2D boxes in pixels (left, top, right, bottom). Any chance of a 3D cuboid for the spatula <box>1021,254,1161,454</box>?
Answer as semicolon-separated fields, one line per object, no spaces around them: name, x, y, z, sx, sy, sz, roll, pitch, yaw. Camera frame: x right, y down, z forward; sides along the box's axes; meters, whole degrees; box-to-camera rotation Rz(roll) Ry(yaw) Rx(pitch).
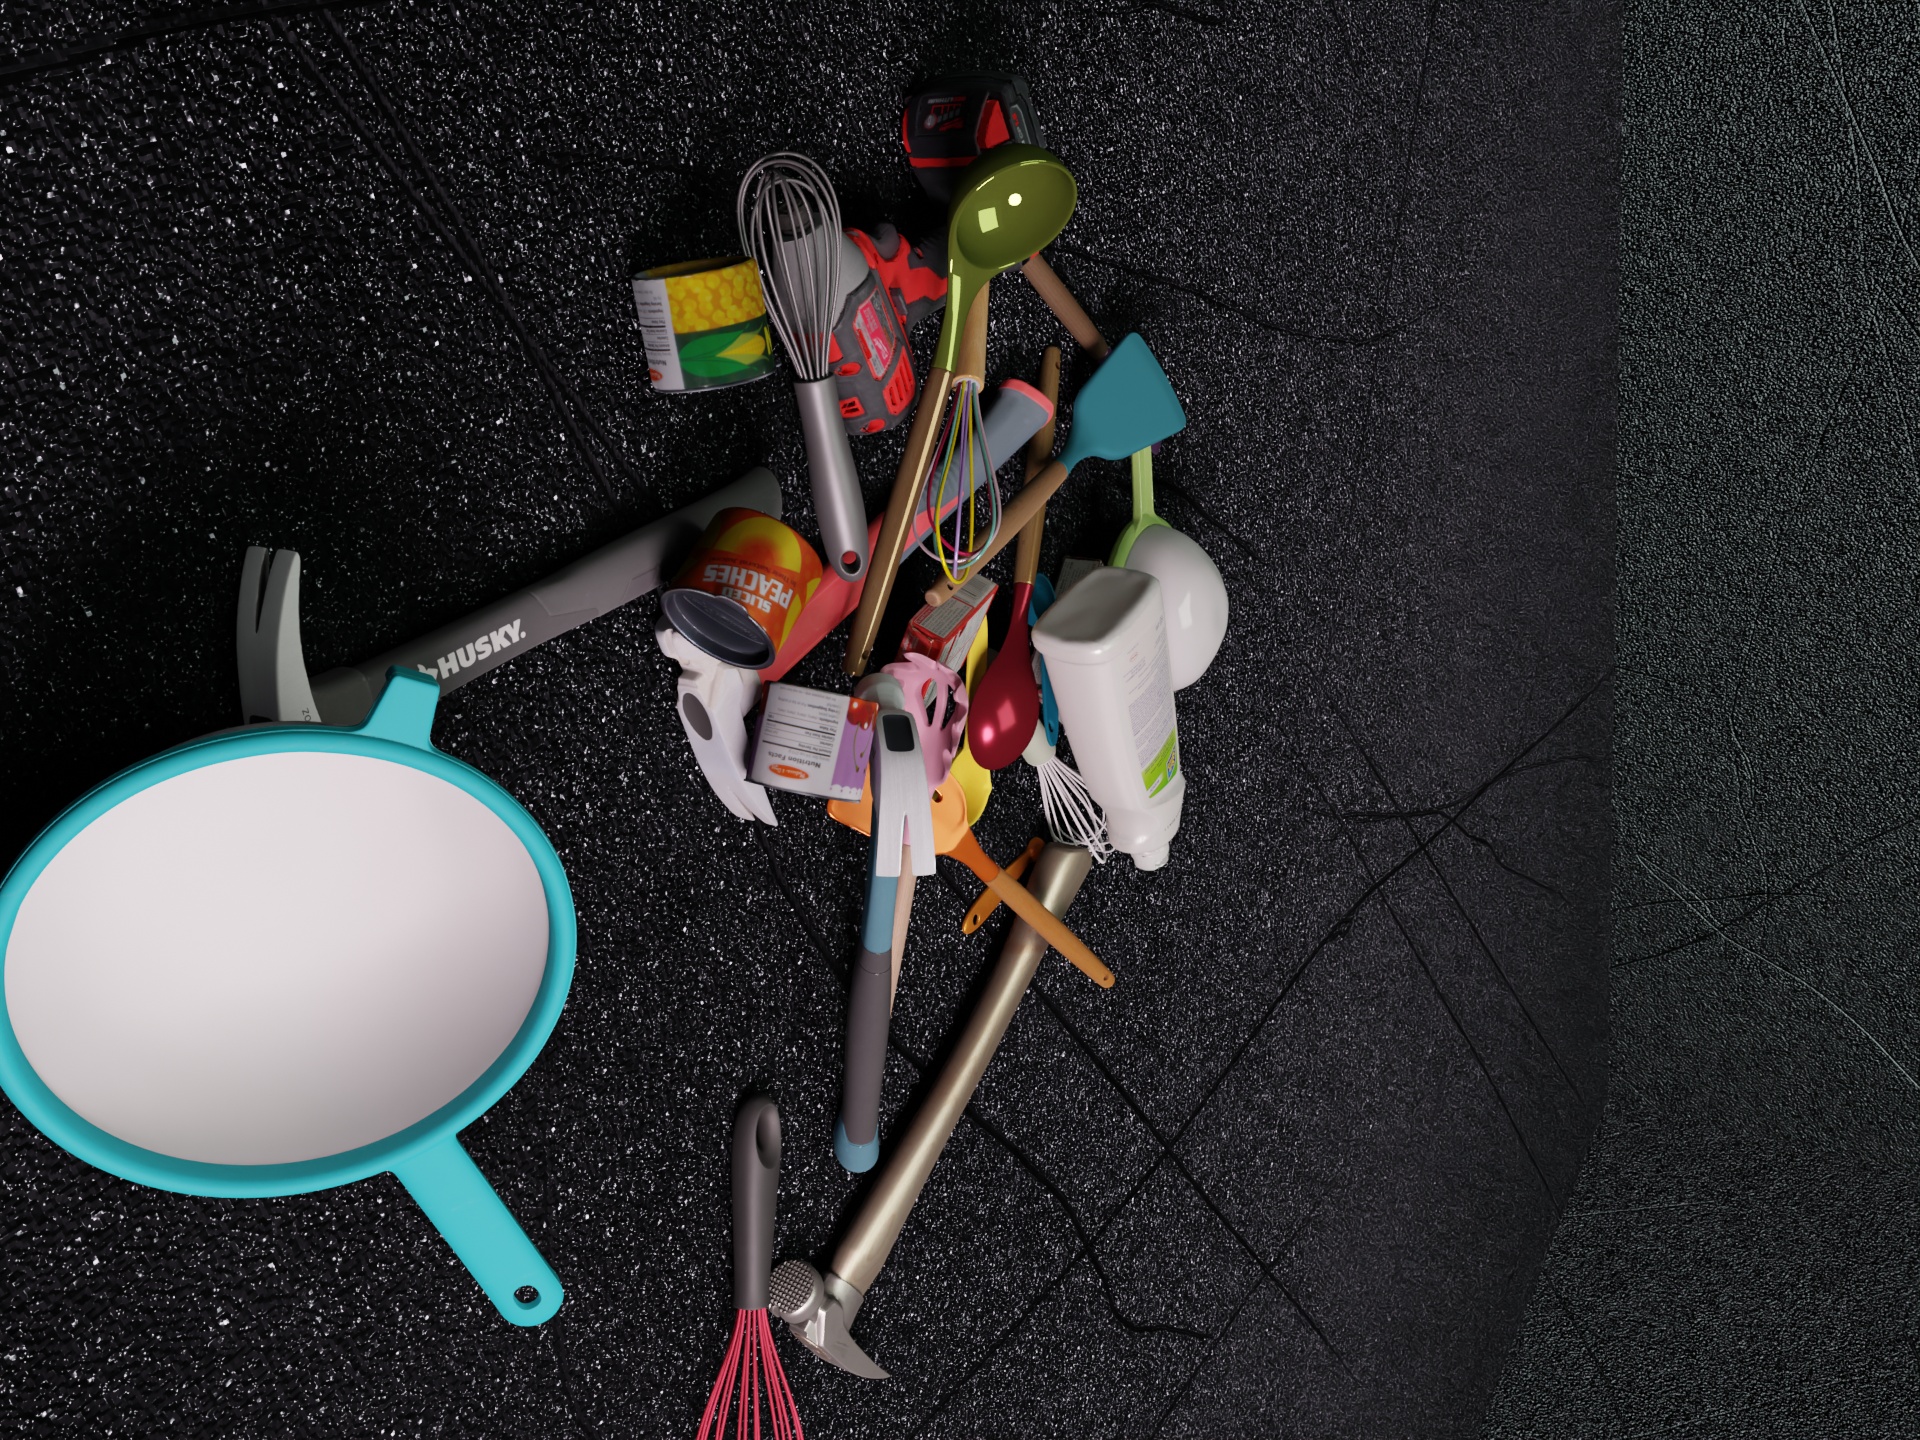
spatula;0.094;-0.293;1.193;0.315;0.018;0.060;33;67;-55

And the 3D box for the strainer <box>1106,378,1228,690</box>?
strainer;0.166;-0.135;1.225;0.151;0.069;0.256;-32;122;-53

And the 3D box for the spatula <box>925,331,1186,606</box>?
spatula;0.063;-0.166;1.093;0.082;0.044;0.318;57;44;-17

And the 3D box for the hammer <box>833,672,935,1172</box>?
hammer;-0.053;0.144;0.979;0.128;0.033;0.330;-111;-156;-57

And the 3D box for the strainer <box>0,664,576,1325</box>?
strainer;-0.252;0.128;0.672;0.211;0.095;0.340;-26;126;-11

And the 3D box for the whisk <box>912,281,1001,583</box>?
whisk;0.003;-0.197;1.007;0.047;0.051;0.245;22;59;-33

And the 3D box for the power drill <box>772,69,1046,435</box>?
power drill;-0.032;-0.291;0.956;0.220;0.079;0.143;-55;139;-30

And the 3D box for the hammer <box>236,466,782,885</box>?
hammer;-0.202;-0.062;0.785;0.335;0.035;0.146;-38;128;-47

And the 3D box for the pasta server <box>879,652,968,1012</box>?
pasta server;-0.041;0.104;1.019;0.040;0.060;0.316;-26;131;-59

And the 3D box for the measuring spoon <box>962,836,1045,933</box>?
measuring spoon;0.035;0.125;1.202;0.117;0.011;0.021;-43;131;-44

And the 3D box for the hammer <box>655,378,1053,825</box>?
hammer;-0.044;-0.099;1.011;0.386;0.038;0.143;-48;135;-40

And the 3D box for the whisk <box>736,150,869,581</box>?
whisk;-0.077;-0.188;0.874;0.055;0.055;0.238;-39;129;-46

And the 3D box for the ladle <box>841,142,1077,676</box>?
ladle;-0.009;-0.176;0.925;0.078;0.062;0.320;10;100;-51

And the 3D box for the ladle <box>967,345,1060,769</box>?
ladle;0.048;-0.119;1.126;0.069;0.031;0.315;23;69;-49

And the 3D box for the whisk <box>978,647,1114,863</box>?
whisk;0.064;0.029;1.201;0.059;0.058;0.246;-99;162;-46

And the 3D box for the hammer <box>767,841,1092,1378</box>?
hammer;0.000;0.264;1.149;0.411;0.038;0.146;-59;142;-28

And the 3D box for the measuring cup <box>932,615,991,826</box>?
measuring cup;-0.002;-0.004;1.107;0.062;0.029;0.156;3;92;-56

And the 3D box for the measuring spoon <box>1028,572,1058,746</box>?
measuring spoon;0.056;-0.044;1.165;0.042;0.021;0.129;11;74;-59

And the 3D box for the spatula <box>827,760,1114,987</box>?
spatula;0.027;0.113;1.116;0.081;0.041;0.322;-53;134;-9

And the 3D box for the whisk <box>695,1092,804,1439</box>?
whisk;-0.129;0.377;0.977;0.073;0.073;0.296;3;88;-56
